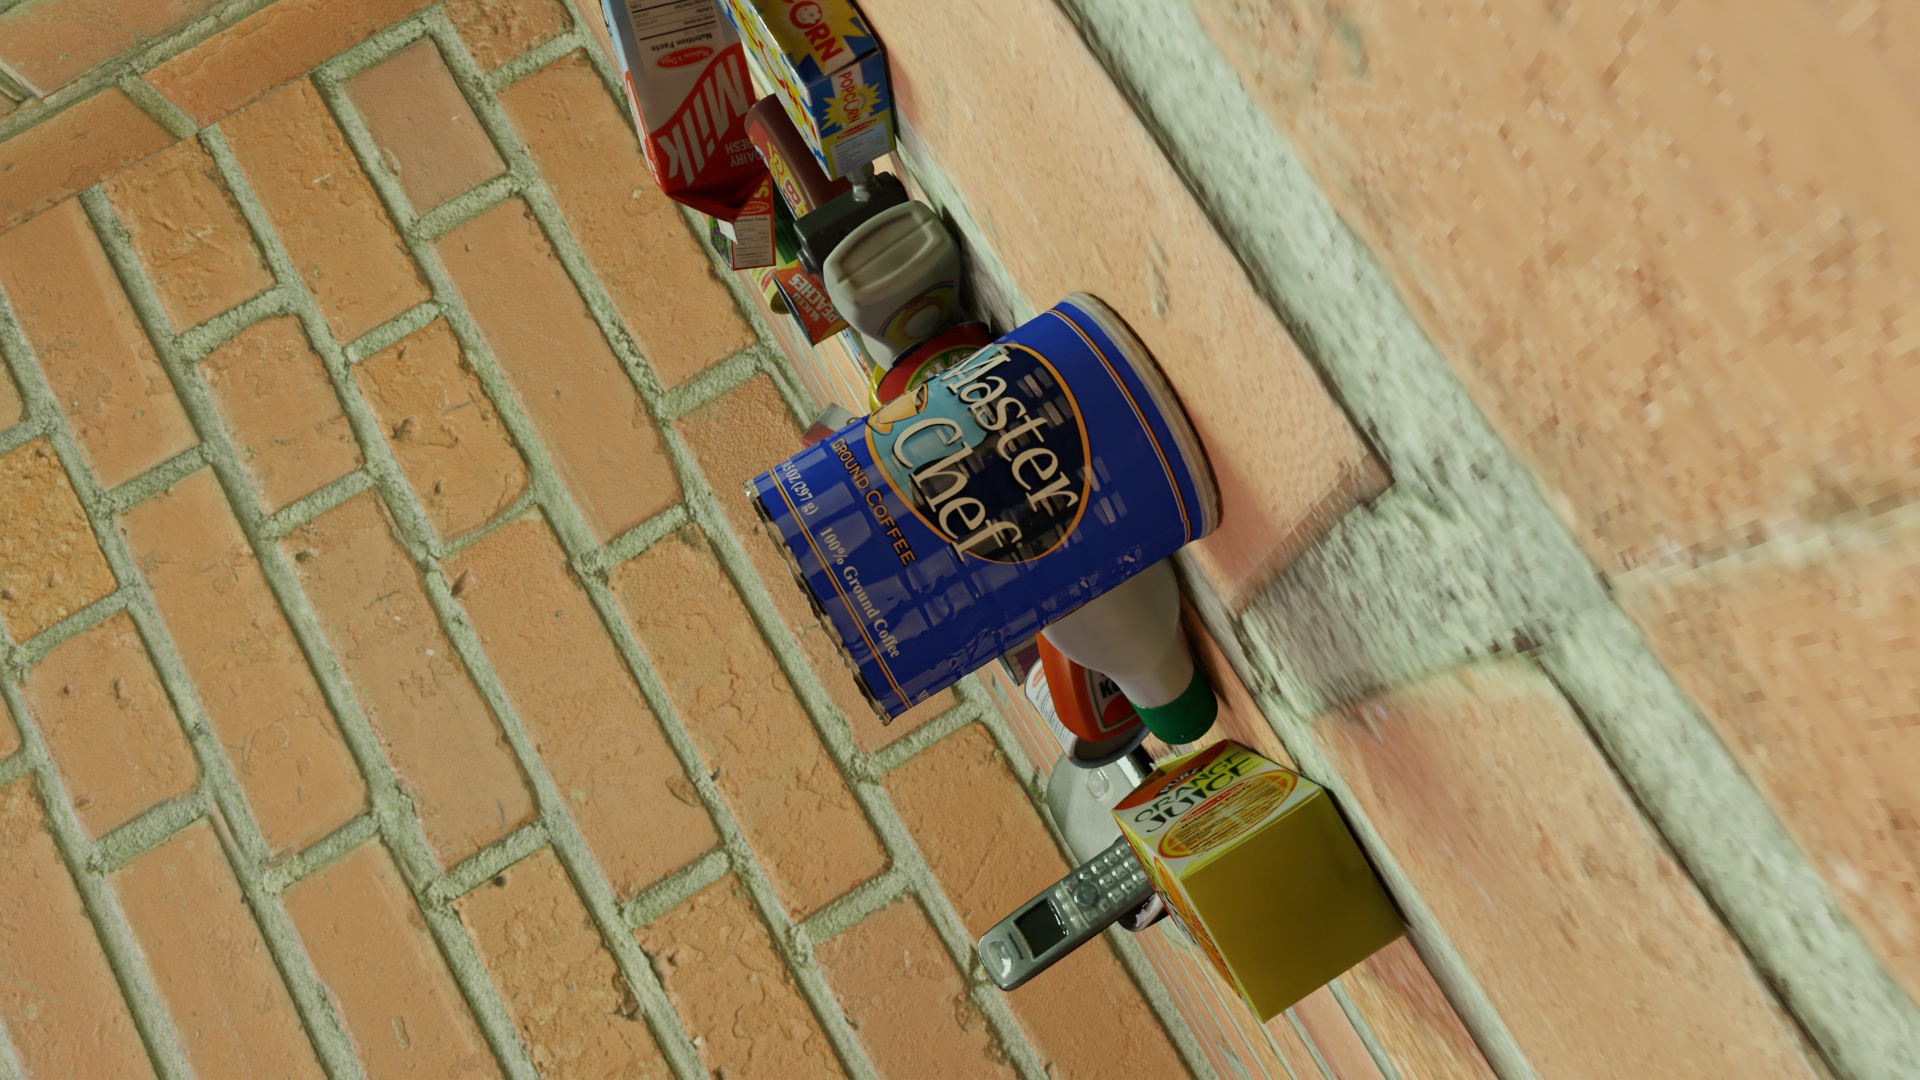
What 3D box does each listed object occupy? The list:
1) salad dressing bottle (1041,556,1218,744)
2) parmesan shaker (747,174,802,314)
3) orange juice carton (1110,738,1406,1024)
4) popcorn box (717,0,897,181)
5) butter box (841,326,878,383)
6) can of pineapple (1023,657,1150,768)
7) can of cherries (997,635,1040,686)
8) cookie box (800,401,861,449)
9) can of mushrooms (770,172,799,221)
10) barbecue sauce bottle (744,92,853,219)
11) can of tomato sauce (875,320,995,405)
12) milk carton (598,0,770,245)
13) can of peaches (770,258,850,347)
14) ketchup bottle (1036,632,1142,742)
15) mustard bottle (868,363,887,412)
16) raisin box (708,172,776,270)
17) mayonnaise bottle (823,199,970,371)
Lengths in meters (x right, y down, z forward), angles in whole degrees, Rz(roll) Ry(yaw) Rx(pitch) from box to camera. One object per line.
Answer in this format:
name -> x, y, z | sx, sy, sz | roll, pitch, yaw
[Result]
salad dressing bottle -> 0.076, 0.042, 0.627 | 0.147, 0.064, 0.044 | 54, -172, -42
parmesan shaker -> -0.155, -0.255, 1.185 | 0.103, 0.071, 0.071 | 59, 175, 14
orange juice carton -> 0.127, 0.148, 0.654 | 0.072, 0.073, 0.192 | 60, 176, -2
popcorn box -> -0.078, -0.238, 0.629 | 0.127, 0.038, 0.085 | 58, 175, 12
butter box -> -0.068, -0.147, 1.169 | 0.103, 0.024, 0.053 | 60, 174, -4
can of pineapple -> 0.083, 0.100, 0.869 | 0.058, 0.071, 0.070 | 55, 173, 39
can of cherries -> 0.050, 0.068, 1.048 | 0.071, 0.058, 0.071 | 58, 174, 9
cookie box -> -0.035, -0.024, 1.022 | 0.123, 0.040, 0.167 | 28, 166, 25
can of mushrooms -> -0.098, -0.230, 0.913 | 0.071, 0.033, 0.071 | 59, 174, 10
barbecue sauce bottle -> -0.072, -0.192, 0.819 | 0.148, 0.044, 0.065 | 59, 174, -3
can of tomato sauce -> 0.007, -0.056, 0.686 | 0.083, 0.071, 0.071 | 58, 175, 14
milk carton -> -0.169, -0.281, 0.864 | 0.072, 0.073, 0.189 | -132, 26, -64
can of peaches -> -0.106, -0.193, 1.082 | 0.071, 0.058, 0.071 | 59, 174, 10
ketchup bottle -> 0.062, 0.026, 0.669 | 0.043, 0.065, 0.148 | 28, 145, 46
mustard bottle -> -0.035, -0.095, 0.991 | 0.065, 0.049, 0.159 | 49, 171, 18
raisin box -> -0.175, -0.284, 1.089 | 0.086, 0.040, 0.122 | -127, 33, -57
mayonnaise bottle -> -0.024, -0.114, 0.707 | 0.041, 0.065, 0.147 | 54, 178, 17
